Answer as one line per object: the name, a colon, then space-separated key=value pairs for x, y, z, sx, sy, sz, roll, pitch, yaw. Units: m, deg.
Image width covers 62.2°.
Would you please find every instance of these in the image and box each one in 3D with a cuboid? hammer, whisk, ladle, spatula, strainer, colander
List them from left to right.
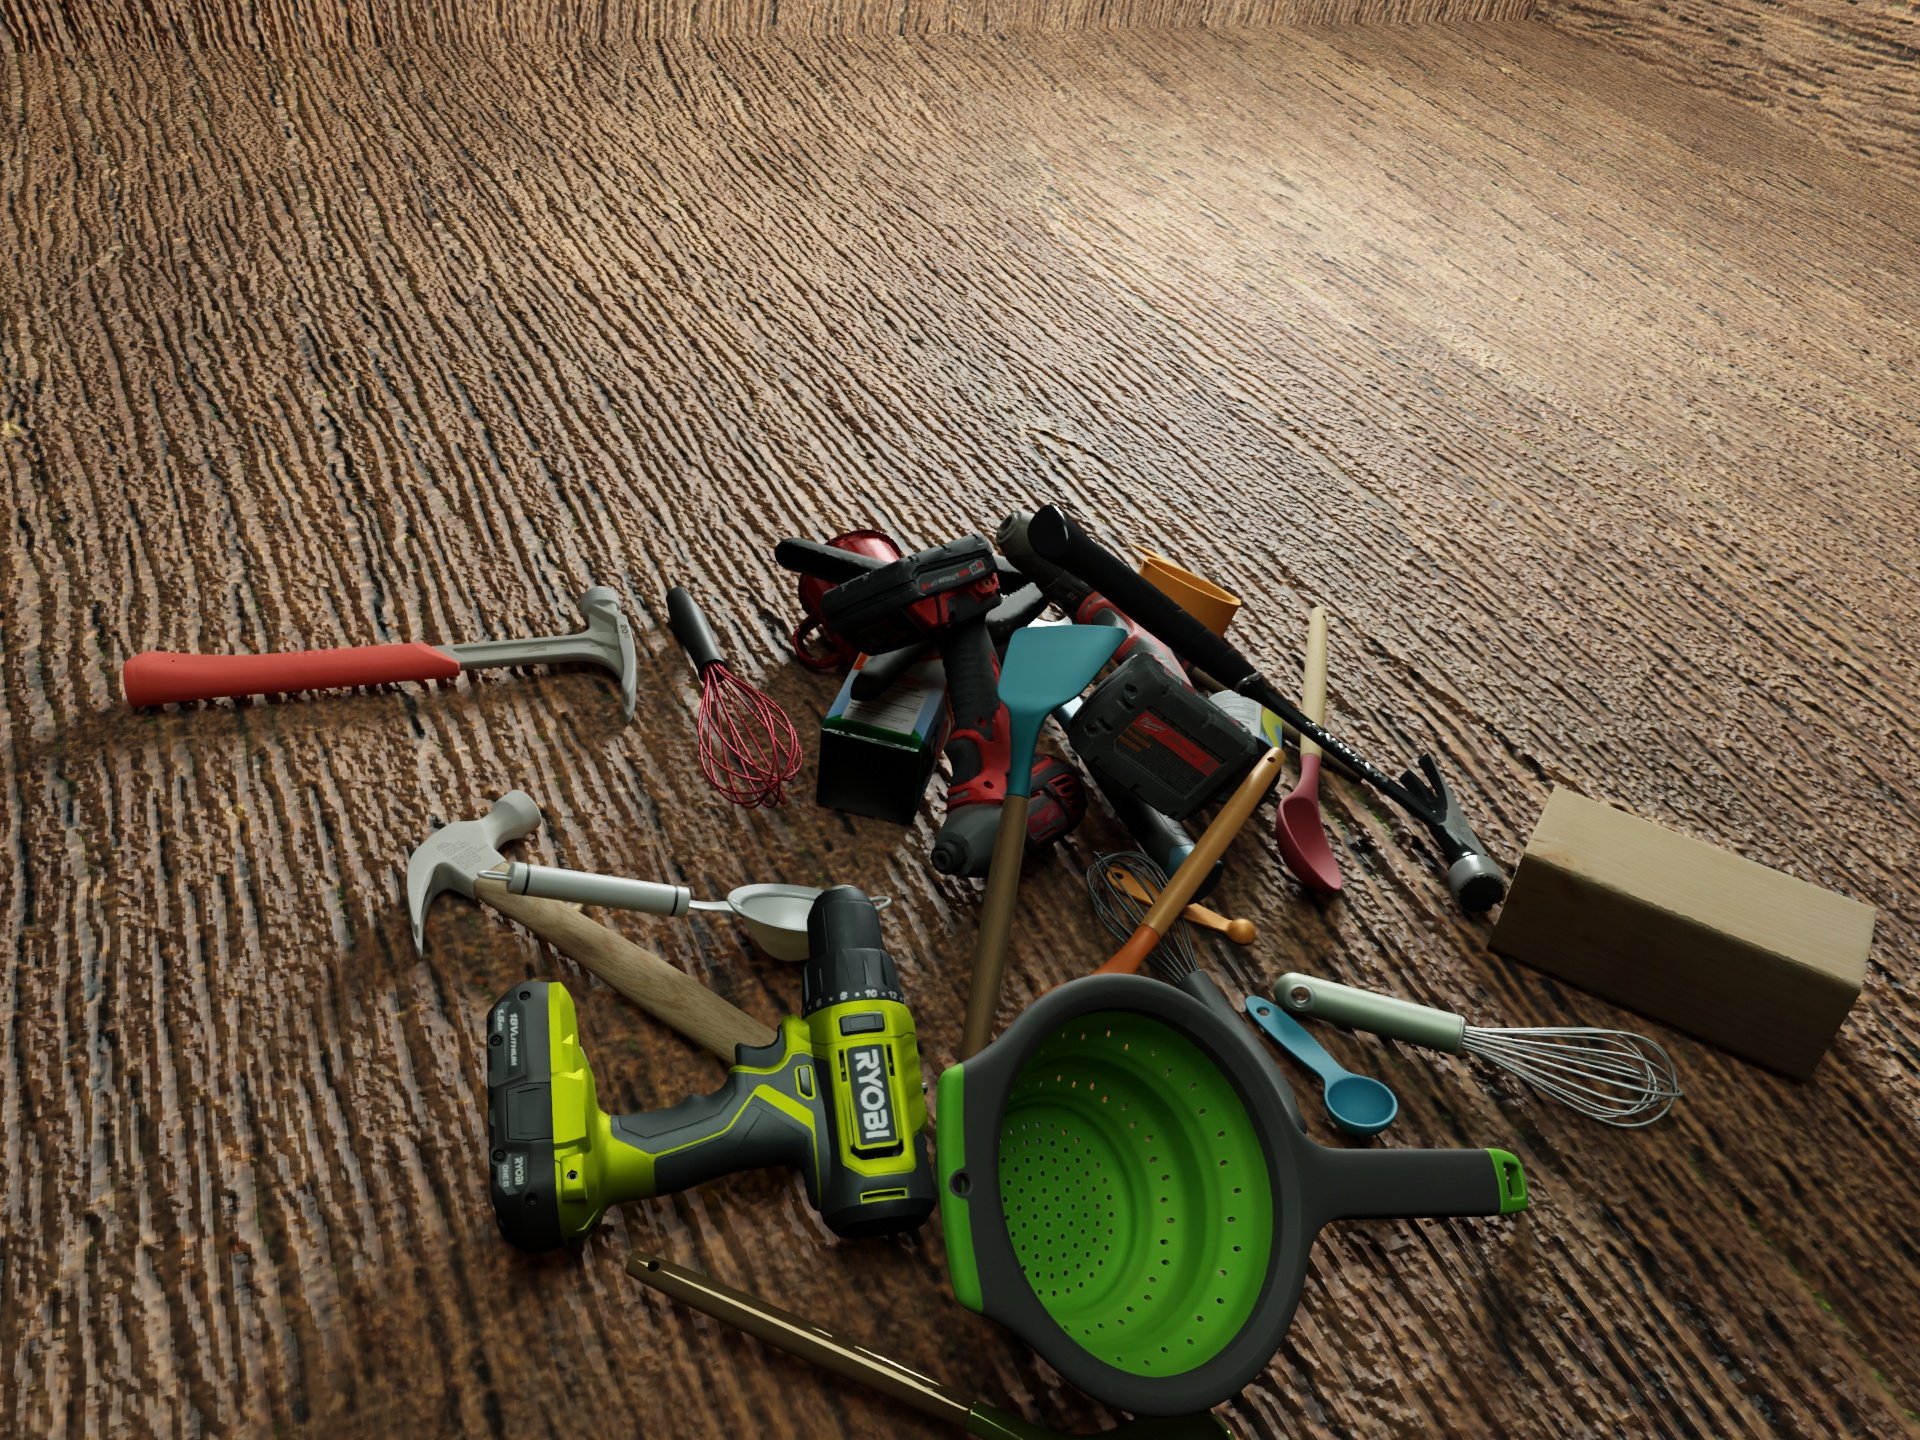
hammer: x=-0.426 y=-0.037 z=1.189 sx=0.359 sy=0.036 sz=0.149 roll=-6 pitch=39 yaw=-16
hammer: x=-0.211 y=0.150 z=0.978 sx=0.331 sy=0.031 sz=0.130 roll=27 pitch=42 yaw=25
strainer: x=-0.167 y=0.114 z=0.978 sx=0.258 sy=0.050 sz=0.087 roll=12 pitch=9 yaw=-24
whisk: x=-0.181 y=-0.026 z=1.193 sx=0.073 sy=0.073 sz=0.296 roll=-9 pitch=35 yaw=-19
ladle: x=-0.019 y=0.315 z=0.758 sx=0.320 sy=0.062 sz=0.078 roll=19 pitch=45 yaw=14
spatula: x=0.037 y=0.077 z=0.990 sx=0.082 sy=0.044 sz=0.318 roll=2 pitch=70 yaw=26
hammer: x=0.102 y=0.019 z=1.181 sx=0.128 sy=0.033 sz=0.331 roll=-10 pitch=38 yaw=-19
spatula: x=0.127 y=0.122 z=0.993 sx=0.081 sy=0.041 sz=0.323 roll=27 pitch=50 yaw=20
whisk: x=0.145 y=0.167 z=0.997 sx=0.055 sy=0.055 sz=0.239 roll=-13 pitch=46 yaw=-23
spatula: x=0.194 y=-0.038 z=1.282 sx=0.316 sy=0.018 sz=0.059 roll=36 pitch=16 yaw=30
colander: x=0.137 y=0.248 z=0.833 sx=0.396 sy=0.094 sz=0.205 roll=10 pitch=63 yaw=-31
hammer: x=0.209 y=-0.019 z=1.084 sx=0.408 sy=0.036 sz=0.149 roll=35 pitch=25 yaw=-18
ladle: x=0.264 y=0.012 z=1.193 sx=0.069 sy=0.031 sz=0.316 roll=44 pitch=37 yaw=-23
whisk: x=0.316 y=0.197 z=0.983 sx=0.246 sy=0.058 sz=0.059 roll=13 pitch=4 yaw=14

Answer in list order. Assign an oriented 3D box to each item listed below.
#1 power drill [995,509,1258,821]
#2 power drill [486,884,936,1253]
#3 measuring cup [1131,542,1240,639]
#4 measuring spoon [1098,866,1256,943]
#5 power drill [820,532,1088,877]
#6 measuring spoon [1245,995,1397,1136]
power drill: x=0.110 y=-0.051 z=1.129 sx=0.187 sy=0.080 sz=0.227 roll=34 pitch=24 yaw=-24
power drill: x=-0.134 y=0.189 z=0.862 sx=0.228 sy=0.080 sz=0.191 roll=-4 pitch=62 yaw=-11
measuring cup: x=0.170 y=-0.108 z=1.349 sx=0.095 sy=0.052 sz=0.174 roll=20 pitch=14 yaw=-21
measuring spoon: x=0.146 y=0.122 z=1.078 sx=0.117 sy=0.011 sz=0.021 roll=22 pitch=40 yaw=20
power drill: x=-0.002 y=-0.003 z=1.067 sx=0.078 sy=0.219 sz=0.143 roll=-19 pitch=5 yaw=40
measuring spoon: x=0.215 y=0.212 z=0.972 sx=0.042 sy=0.021 sz=0.129 roll=-15 pitch=33 yaw=-24
